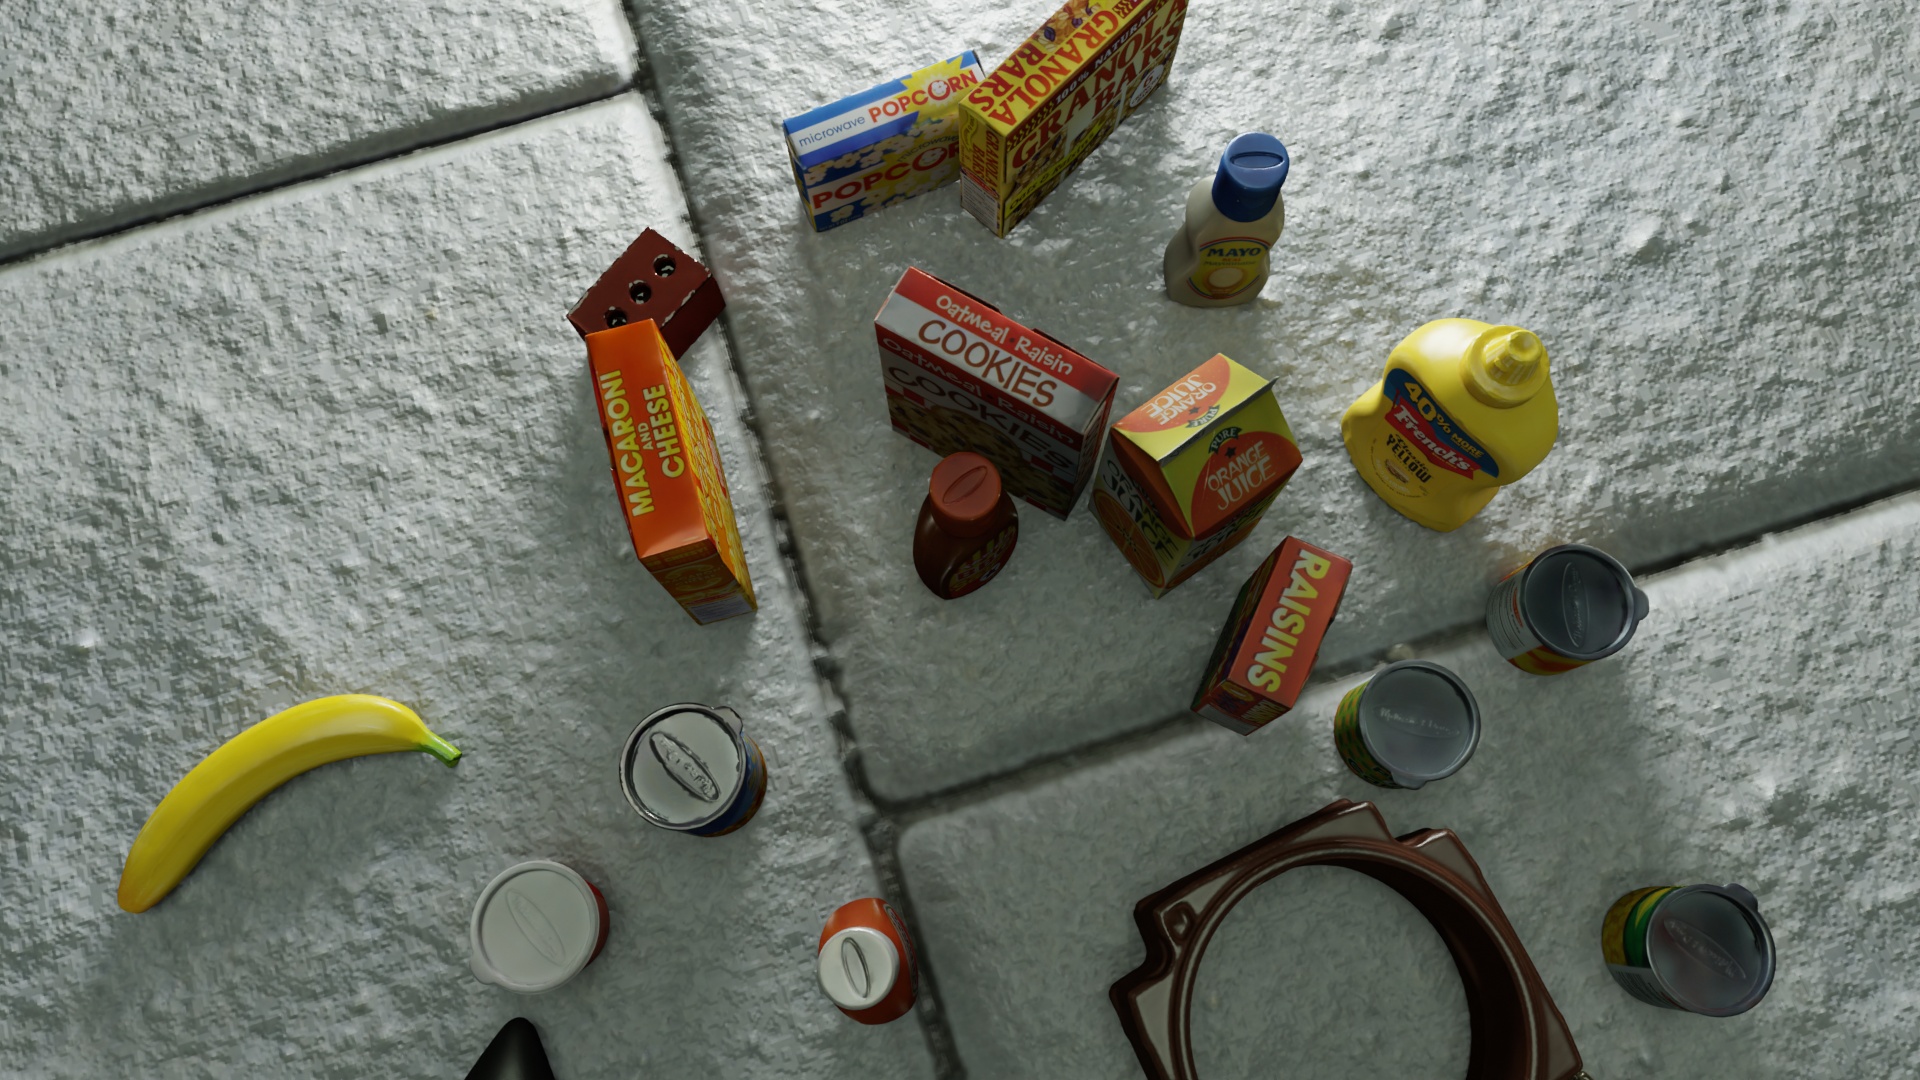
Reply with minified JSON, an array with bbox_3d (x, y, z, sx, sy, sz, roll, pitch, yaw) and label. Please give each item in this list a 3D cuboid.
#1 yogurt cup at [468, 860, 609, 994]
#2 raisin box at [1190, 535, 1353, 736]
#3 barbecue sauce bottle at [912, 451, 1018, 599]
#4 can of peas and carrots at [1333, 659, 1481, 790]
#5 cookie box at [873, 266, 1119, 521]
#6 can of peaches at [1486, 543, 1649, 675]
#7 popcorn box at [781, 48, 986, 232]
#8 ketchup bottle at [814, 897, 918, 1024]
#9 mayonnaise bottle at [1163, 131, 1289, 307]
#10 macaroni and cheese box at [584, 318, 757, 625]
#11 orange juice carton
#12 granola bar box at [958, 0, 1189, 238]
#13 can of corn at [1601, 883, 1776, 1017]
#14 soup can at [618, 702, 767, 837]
[{"bbox_3d":[-0.224,0.209,0.754,0.072,0.054,0.072,0,75,0],"label":"yogurt cup"},{"bbox_3d":[0.167,0.055,0.756,0.040,0.123,0.086,25,77,7],"label":"raisin box"},{"bbox_3d":[0.003,-0.010,0.762,0.065,0.148,0.044,-40,78,-9],"label":"barbecue sauce bottle"},{"bbox_3d":[0.247,0.106,0.775,0.071,0.058,0.071,0,75,0],"label":"can of peas and carrots"},{"bbox_3d":[0.019,-0.076,0.771,0.123,0.167,0.040,29,78,8],"label":"cookie box"},{"bbox_3d":[0.344,0.041,0.793,0.071,0.058,0.071,0,75,0],"label":"can of peaches"},{"bbox_3d":[-0.043,-0.245,0.860,0.127,0.085,0.038,-22,76,-5],"label":"popcorn box"},{"bbox_3d":[-0.048,0.214,0.702,0.043,0.148,0.065,-19,76,-4],"label":"ketchup bottle"},{"bbox_3d":[0.158,-0.183,0.809,0.065,0.147,0.041,-1,75,0],"label":"mayonnaise bottle"},{"bbox_3d":[-0.155,-0.030,0.760,0.040,0.166,0.124,-16,76,-4],"label":"macaroni and cheese box"},{"bbox_3d":[0.124,-0.035,0.746,0.072,0.192,0.073,-34,78,-8],"label":"orange juice carton"},{"bbox_3d":[0.069,-0.275,0.847,0.039,0.124,0.166,42,79,10],"label":"granola bar box"},{"bbox_3d":[0.389,0.216,0.745,0.071,0.058,0.071,0,75,0],"label":"can of corn"},{"bbox_3d":[-0.141,0.126,0.760,0.071,0.083,0.071,0,75,1],"label":"soup can"}]
